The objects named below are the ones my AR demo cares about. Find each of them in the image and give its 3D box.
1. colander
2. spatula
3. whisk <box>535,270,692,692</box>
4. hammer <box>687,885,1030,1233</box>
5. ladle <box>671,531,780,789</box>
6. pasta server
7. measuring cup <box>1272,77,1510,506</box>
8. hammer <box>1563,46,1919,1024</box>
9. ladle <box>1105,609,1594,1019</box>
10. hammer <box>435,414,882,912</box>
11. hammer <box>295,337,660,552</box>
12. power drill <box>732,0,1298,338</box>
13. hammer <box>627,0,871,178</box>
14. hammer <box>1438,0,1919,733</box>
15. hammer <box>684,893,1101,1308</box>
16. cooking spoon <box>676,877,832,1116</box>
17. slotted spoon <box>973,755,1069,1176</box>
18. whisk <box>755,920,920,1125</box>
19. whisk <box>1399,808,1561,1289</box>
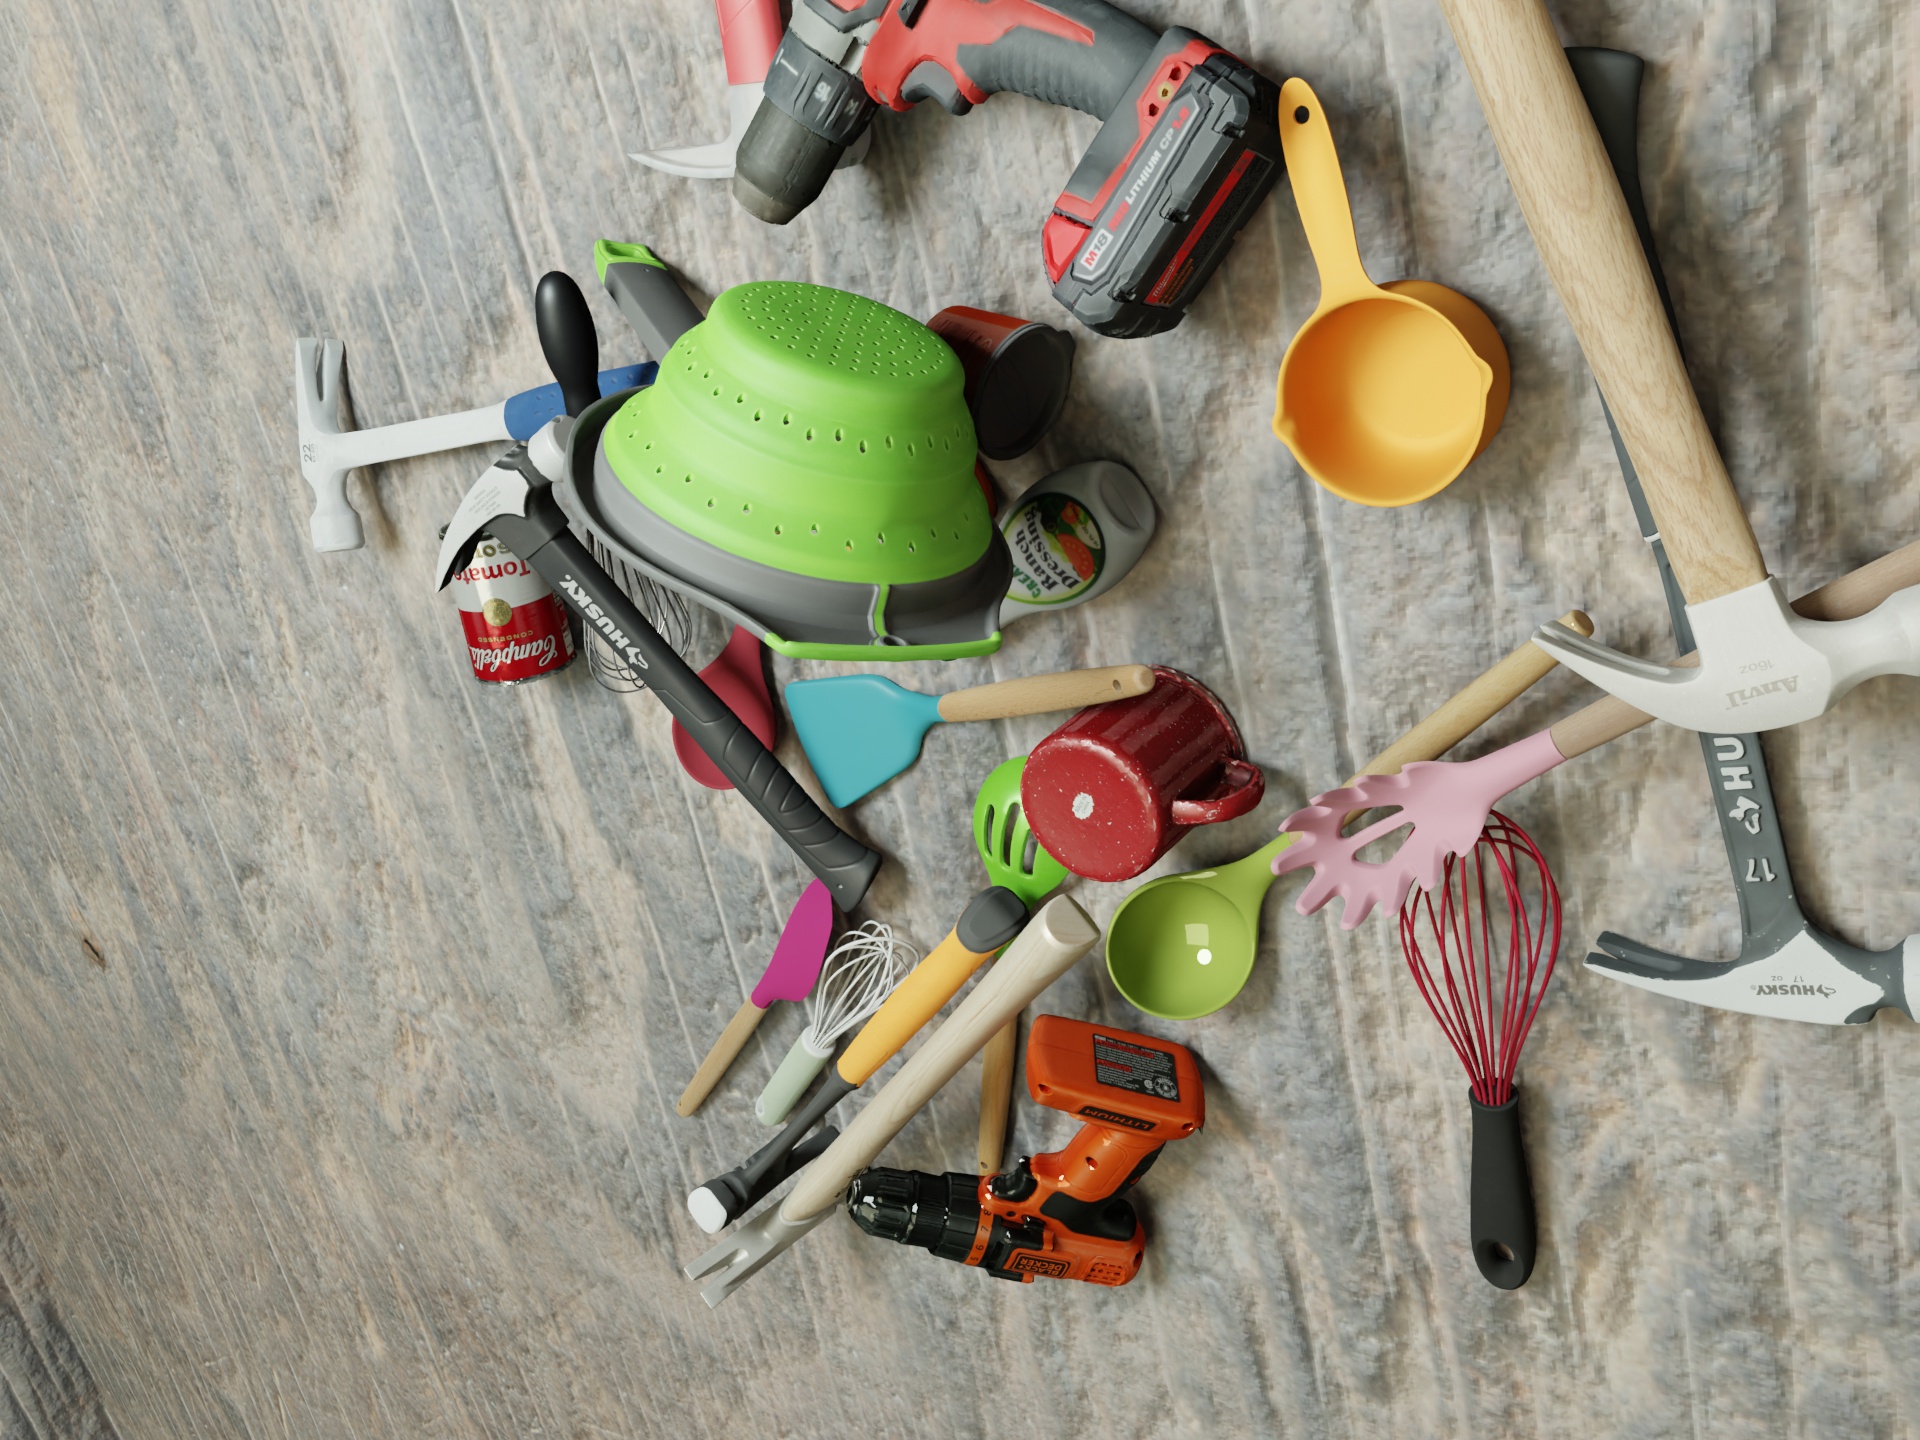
[{"bbox_3d":[-0.097,-0.176,0.745,0.398,0.204,0.094,54,135,43],"label":"colander"},{"bbox_3d":[-0.001,-0.003,0.839,0.317,0.044,0.082,-9,104,61],"label":"spatula"},{"bbox_3d":[-0.203,-0.125,0.917,0.070,0.070,0.284,23,138,27],"label":"whisk"},{"bbox_3d":[-0.053,0.204,0.977,0.034,0.127,0.336,48,128,12],"label":"hammer"},{"bbox_3d":[-0.118,-0.092,0.928,0.069,0.031,0.315,22,124,8],"label":"ladle"},{"bbox_3d":[0.258,-0.001,0.624,0.316,0.040,0.060,-34,87,36],"label":"pasta server"},{"bbox_3d":[0.168,-0.176,0.651,0.095,0.052,0.173,-9,105,40],"label":"measuring cup"},{"bbox_3d":[0.284,-0.062,0.632,0.149,0.036,0.408,-9,106,41],"label":"hammer"},{"bbox_3d":[0.172,0.051,0.743,0.078,0.062,0.320,37,136,-4],"label":"ladle"},{"bbox_3d":[-0.164,-0.012,0.929,0.146,0.035,0.334,-28,111,36],"label":"hammer"},{"bbox_3d":[-0.286,-0.192,0.989,0.405,0.035,0.144,-1,99,35],"label":"hammer"},{"bbox_3d":[0.010,-0.257,0.691,0.227,0.080,0.188,43,116,15],"label":"power drill"},{"bbox_3d":[-0.130,-0.457,0.743,0.143,0.038,0.386,10,118,35],"label":"hammer"},{"bbox_3d":[0.230,-0.152,0.570,0.130,0.031,0.331,-22,90,34],"label":"hammer"},{"bbox_3d":[-0.040,0.229,0.946,0.038,0.146,0.410,49,134,15],"label":"hammer"},{"bbox_3d":[-0.145,0.203,1.092,0.318,0.017,0.069,124,146,-45],"label":"cooking spoon"},{"bbox_3d":[0.028,0.161,0.948,0.070,0.031,0.313,24,127,30],"label":"slotted spoon"},{"bbox_3d":[-0.090,0.208,1.053,0.246,0.059,0.058,123,149,-44],"label":"whisk"},{"bbox_3d":[0.253,0.163,0.759,0.073,0.073,0.295,7,123,35],"label":"whisk"}]
